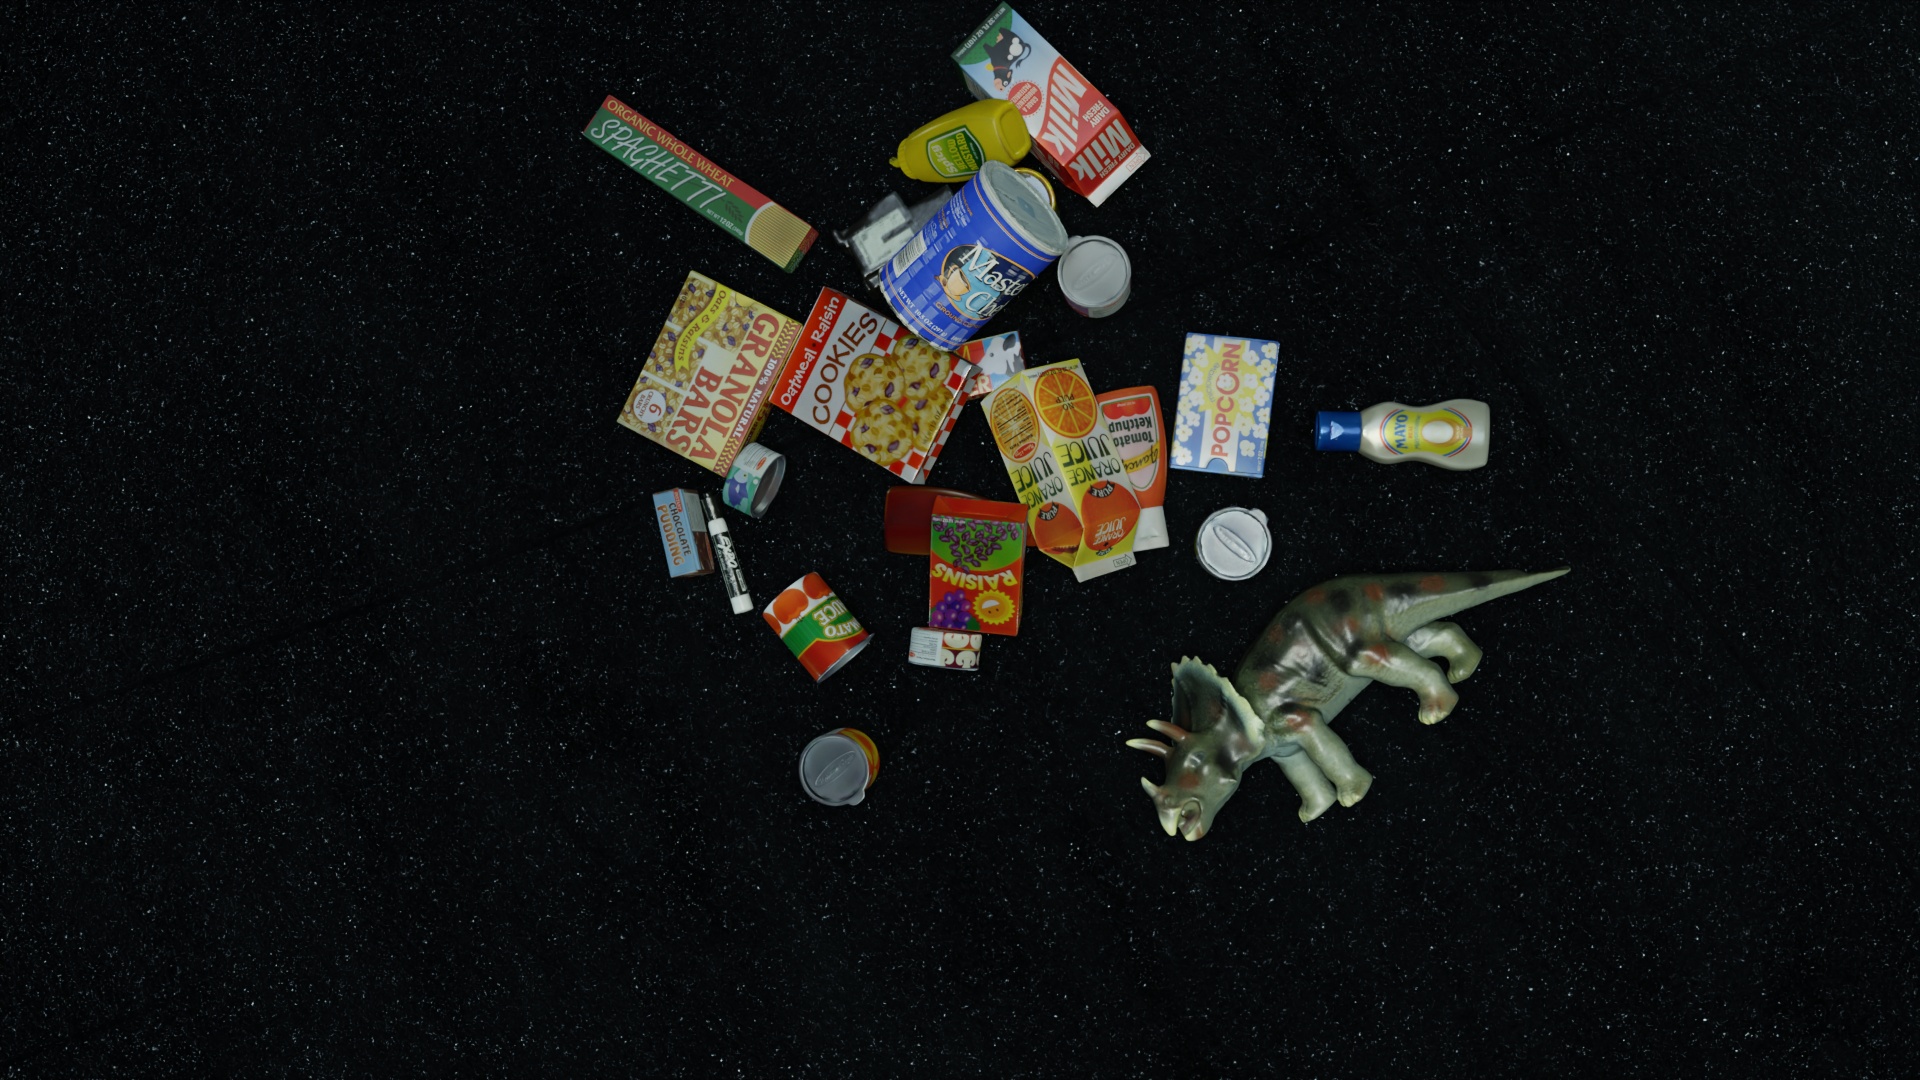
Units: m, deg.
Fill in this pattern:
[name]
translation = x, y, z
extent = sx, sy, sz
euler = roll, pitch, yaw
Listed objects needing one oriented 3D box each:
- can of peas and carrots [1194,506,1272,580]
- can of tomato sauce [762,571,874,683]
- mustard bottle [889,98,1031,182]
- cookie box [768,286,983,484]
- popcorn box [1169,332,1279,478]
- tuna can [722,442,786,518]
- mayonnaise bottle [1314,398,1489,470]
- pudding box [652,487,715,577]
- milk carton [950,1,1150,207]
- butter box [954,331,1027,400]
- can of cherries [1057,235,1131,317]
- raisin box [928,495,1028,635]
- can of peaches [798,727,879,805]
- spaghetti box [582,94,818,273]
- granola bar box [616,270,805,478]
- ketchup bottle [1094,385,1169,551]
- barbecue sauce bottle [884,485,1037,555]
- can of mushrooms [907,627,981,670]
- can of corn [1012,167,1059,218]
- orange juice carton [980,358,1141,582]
[can of peas and carrots]
translation = 0.248, 0.002, 1.260
extent = 0.071, 0.059, 0.071
euler = 0, 88, 7
[can of tomato sauce]
translation = -0.133, 0.080, 1.302
extent = 0.071, 0.071, 0.083
euler = -41, 83, 5
[mustard bottle]
translation = -0.010, -0.362, 1.285
extent = 0.160, 0.049, 0.065
euler = -2, 126, 43
[cookie box]
translation = -0.081, -0.146, 1.299
extent = 0.167, 0.040, 0.122
euler = 30, 99, 16
[popcorn box]
translation = 0.241, -0.123, 1.275
extent = 0.085, 0.038, 0.126
euler = 7, 89, 6
[tuna can]
translation = -0.196, -0.056, 1.317
extent = 0.033, 0.071, 0.071
euler = 26, 92, 8
[mayonnaise bottle]
translation = 0.397, -0.097, 1.252
extent = 0.148, 0.041, 0.064
euler = 2, 90, 7
[pudding box]
translation = -0.264, -0.007, 1.330
extent = 0.030, 0.049, 0.083
euler = -14, 87, 8
[milk carton]
translation = 0.085, -0.398, 1.286
extent = 0.072, 0.073, 0.190
euler = -44, 84, 4
[butter box]
translation = 0.011, -0.160, 1.313
extent = 0.103, 0.024, 0.053
euler = -13, 86, 7
[can of cherries]
translation = 0.124, -0.245, 1.284
extent = 0.071, 0.058, 0.071
euler = 0, 89, 8
[raisin box]
translation = 0.015, 0.024, 1.270
extent = 0.086, 0.040, 0.122
euler = 5, 121, 5
[can of peaches]
translation = -0.111, 0.213, 1.299
extent = 0.071, 0.058, 0.071
euler = 0, 88, 7
[spaghetti box]
translation = -0.255, -0.347, 1.351
extent = 0.250, 0.028, 0.050
euler = 34, 92, 7
[granola bar box]
translation = -0.237, -0.158, 1.337
extent = 0.124, 0.039, 0.165
euler = 27, 92, 7
[ketchup bottle]
translation = 0.162, -0.065, 1.281
extent = 0.065, 0.043, 0.149
euler = -10, 88, 0
[barbecue sauce bottle]
translation = 0.005, -0.016, 1.299
extent = 0.148, 0.044, 0.064
euler = 3, 101, 7
[can of mushrooms]
translation = -0.012, 0.100, 1.288
extent = 0.071, 0.071, 0.033
euler = 5, 89, 8
[can of corn]
translation = 0.058, -0.310, 1.294
extent = 0.071, 0.058, 0.071
euler = 0, 89, 7
[orange juice carton]
translation = 0.097, -0.059, 1.257
extent = 0.072, 0.072, 0.193
euler = -17, 82, -35
